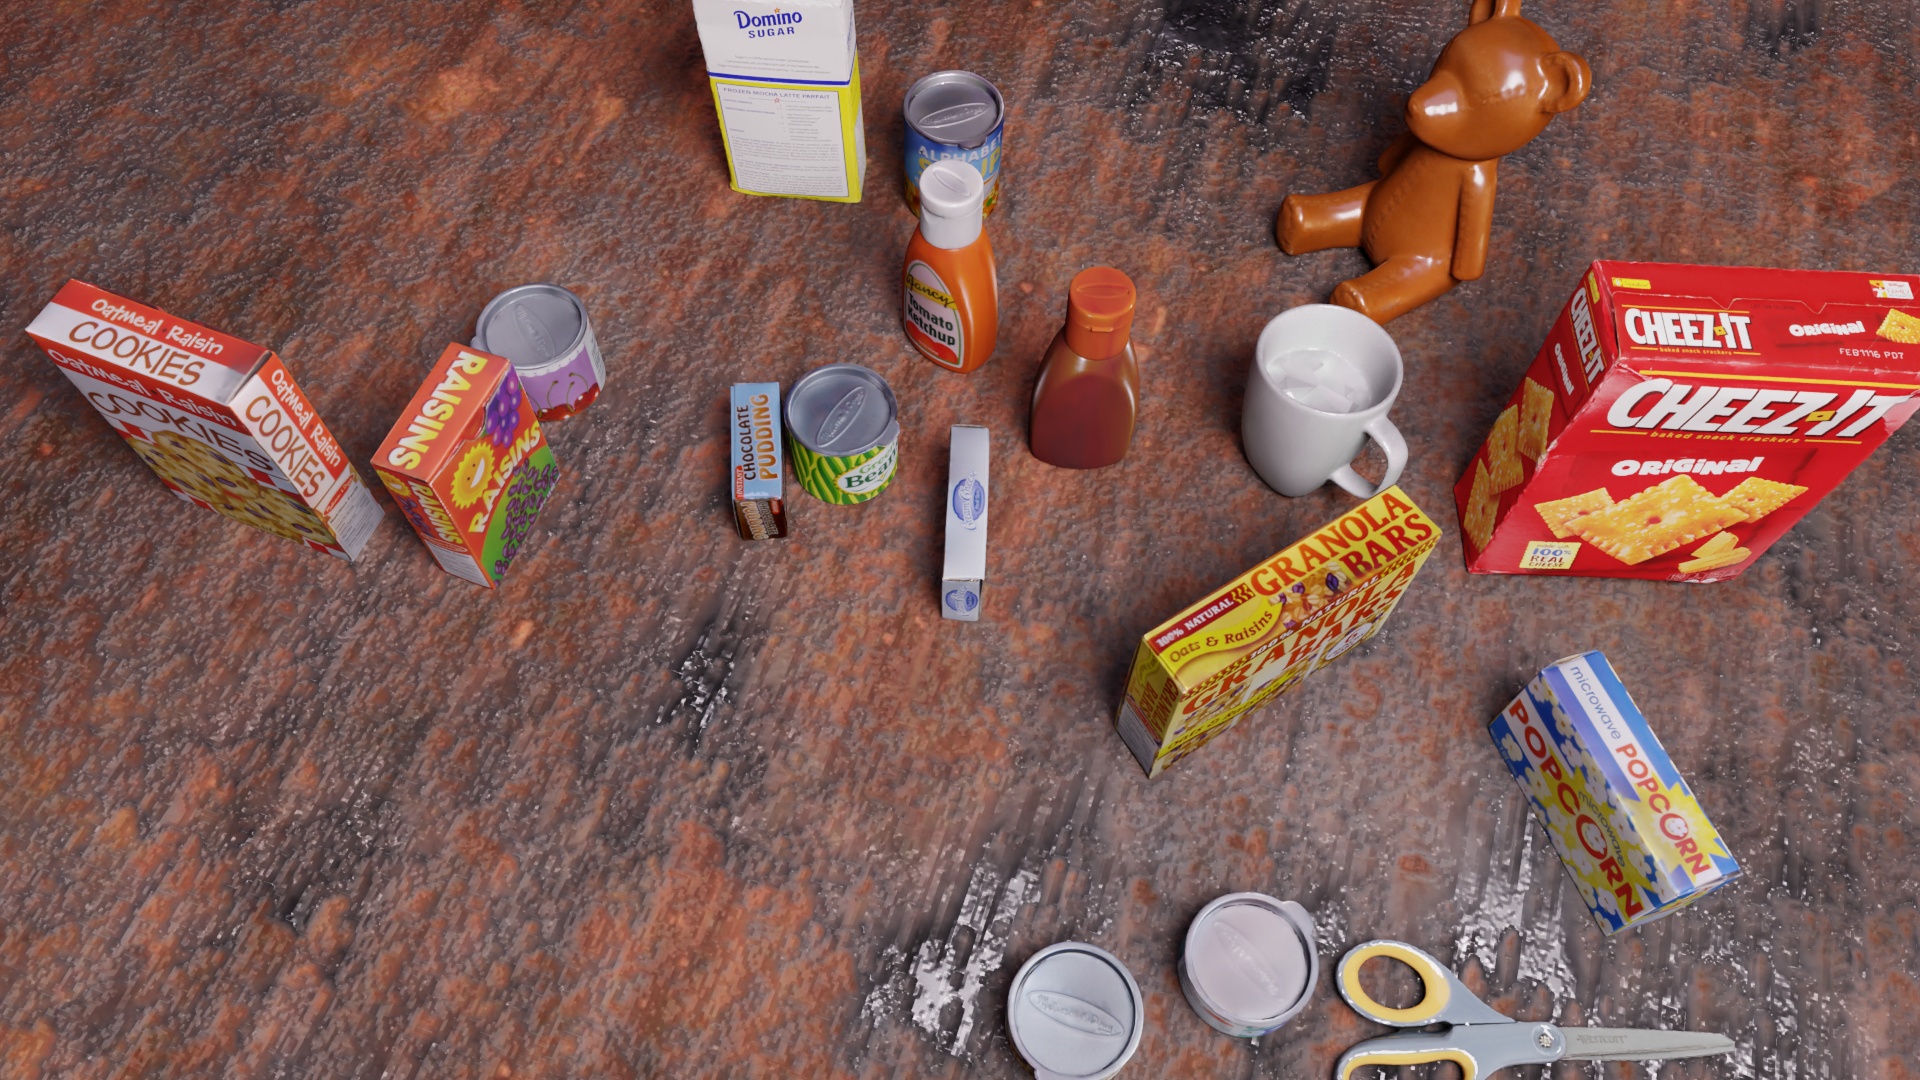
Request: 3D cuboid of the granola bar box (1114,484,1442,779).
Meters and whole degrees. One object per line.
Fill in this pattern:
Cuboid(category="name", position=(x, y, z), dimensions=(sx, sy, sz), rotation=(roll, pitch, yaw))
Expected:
Cuboid(category="granola bar box", position=(0.164, 0.050, 0.739), dimensions=(0.166, 0.123, 0.039), rotation=(-29, 65, -16))

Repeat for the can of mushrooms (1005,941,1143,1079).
Cuboid(category="can of mushrooms", position=(0.054, 0.236, 0.682), dimensions=(0.071, 0.033, 0.071), rotation=(1, 61, -1))

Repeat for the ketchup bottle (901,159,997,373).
Cuboid(category="ketchup bottle", position=(-0.006, -0.166, 0.842), dimensions=(0.065, 0.148, 0.044), rotation=(38, 67, 18))

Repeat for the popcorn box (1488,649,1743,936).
Cuboid(category="popcorn box", position=(0.333, 0.131, 0.719), dimensions=(0.038, 0.084, 0.127), rotation=(-17, 63, -10))

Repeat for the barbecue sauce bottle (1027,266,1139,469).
Cuboid(category="barbecue sauce bottle", position=(0.075, -0.097, 0.805), dimensions=(0.065, 0.147, 0.044), rotation=(2, 61, 0))

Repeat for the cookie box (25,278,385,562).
Cuboid(category="cookie box", position=(-0.405, -0.061, 0.762), dimensions=(0.123, 0.166, 0.040), rotation=(19, 62, 9))

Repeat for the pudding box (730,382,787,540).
Cuboid(category="pudding box", position=(-0.120, -0.048, 0.829), dimensions=(0.030, 0.049, 0.084), rotation=(-4, 61, -3))

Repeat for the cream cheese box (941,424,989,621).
Cuboid(category="cream cheese box", position=(0.003, -0.010, 0.809), dimensions=(0.024, 0.053, 0.104), rotation=(2, 61, 0))

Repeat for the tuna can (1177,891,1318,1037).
Cuboid(category="tuna can", position=(0.145, 0.212, 0.699), dimensions=(0.071, 0.032, 0.071), rotation=(1, 61, -1))

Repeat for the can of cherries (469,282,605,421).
Cuboid(category="can of cherries", position=(-0.260, -0.115, 0.858), dimensions=(0.071, 0.058, 0.072), rotation=(1, 61, -1))

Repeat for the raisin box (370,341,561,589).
Cuboid(category="raisin box", position=(-0.272, -0.039, 0.778), dimensions=(0.040, 0.122, 0.086), rotation=(19, 62, 9))

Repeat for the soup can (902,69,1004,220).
Cuboid(category="soup can", position=(-0.004, -0.258, 0.931), dimensions=(0.071, 0.083, 0.071), rotation=(1, 61, -1))

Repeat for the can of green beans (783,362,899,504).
Cuboid(category="can of green beans", position=(-0.070, -0.063, 0.834), dimensions=(0.071, 0.057, 0.071), rotation=(1, 61, -1))
